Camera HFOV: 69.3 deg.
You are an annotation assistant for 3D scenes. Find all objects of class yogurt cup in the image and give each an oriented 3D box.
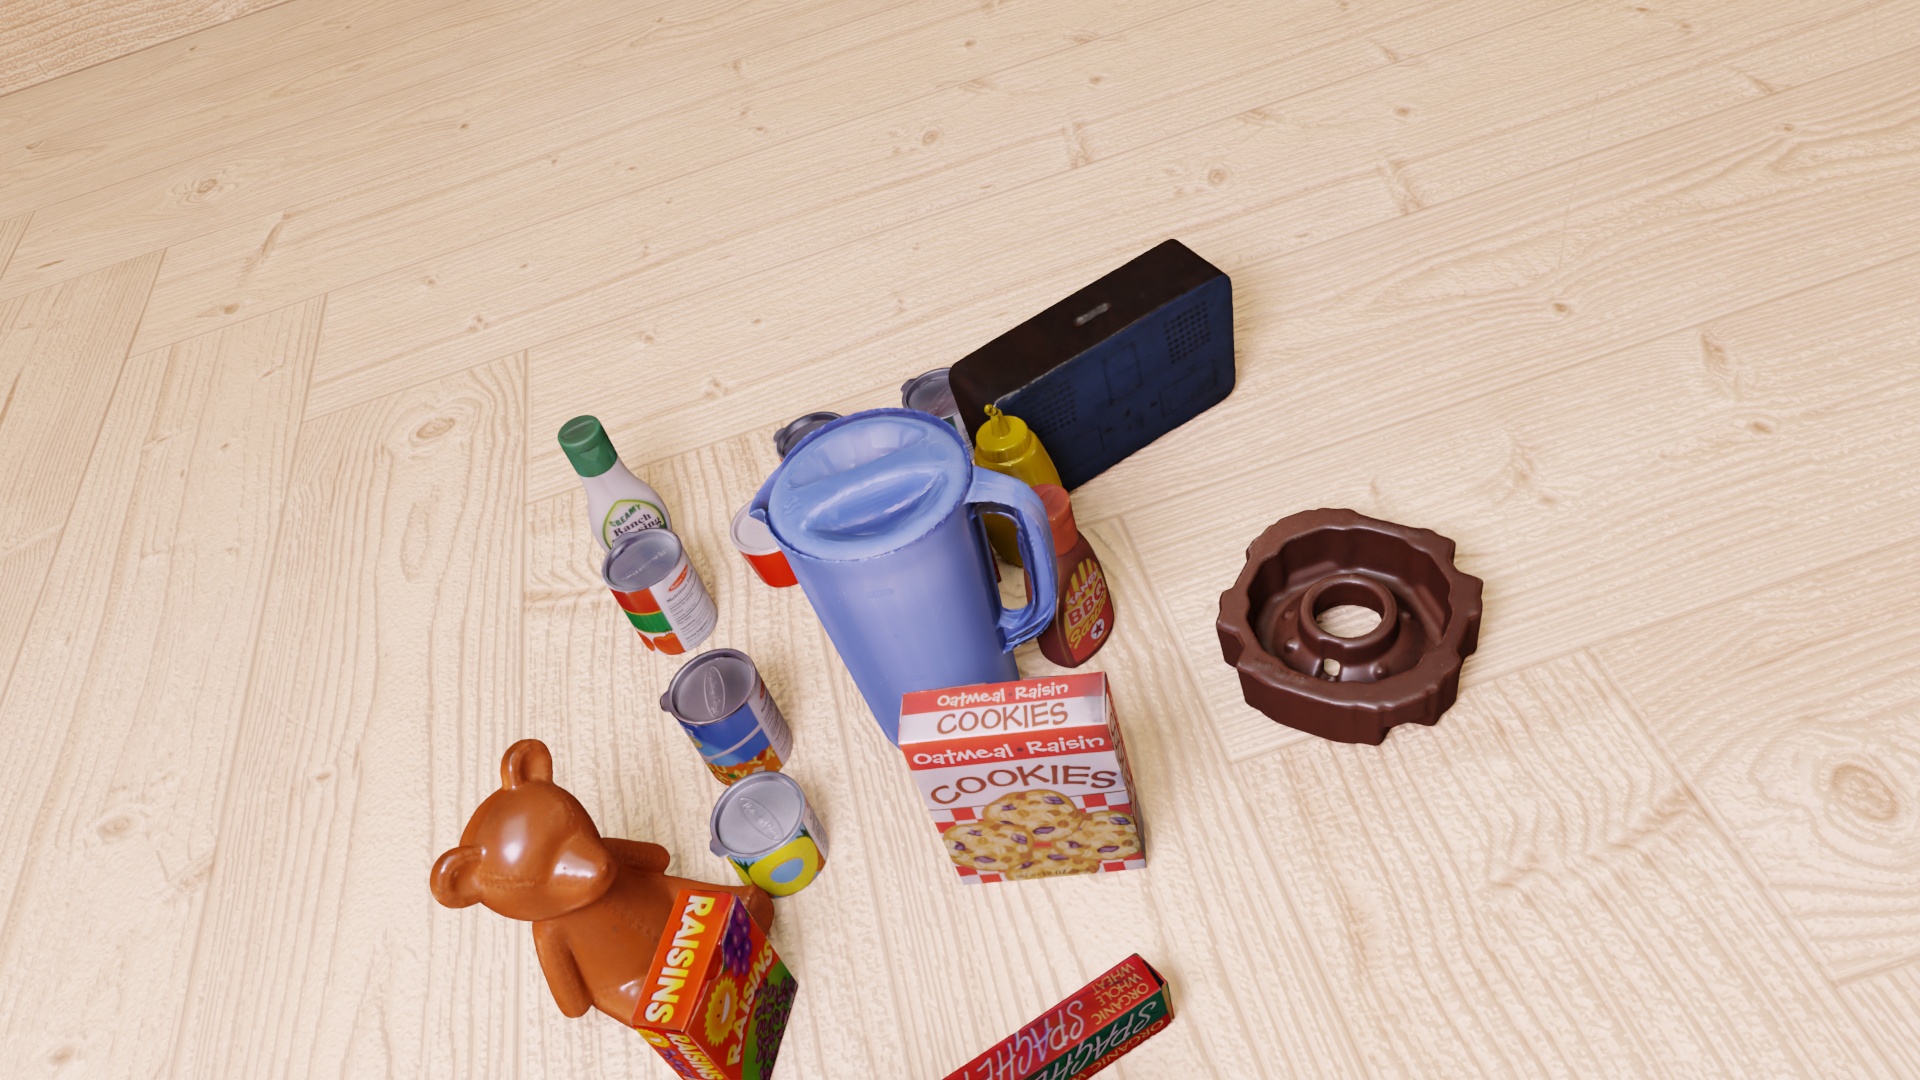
[{"bbox_3d":[-0.148,0.002,1.135,0.072,0.053,0.073,-9,46,9],"label":"yogurt cup"}]

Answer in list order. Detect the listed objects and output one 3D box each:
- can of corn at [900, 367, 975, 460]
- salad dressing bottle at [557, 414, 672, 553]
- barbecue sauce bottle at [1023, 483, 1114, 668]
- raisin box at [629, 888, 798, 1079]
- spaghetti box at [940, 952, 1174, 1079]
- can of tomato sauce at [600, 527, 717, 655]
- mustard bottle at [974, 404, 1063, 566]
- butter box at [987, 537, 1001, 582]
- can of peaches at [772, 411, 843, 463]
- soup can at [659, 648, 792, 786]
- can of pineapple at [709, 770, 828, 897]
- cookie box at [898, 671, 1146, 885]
[{"bbox_3d":[-0.013,-0.106,1.192,0.071,0.058,0.071,-9,46,9],"label":"can of corn"},{"bbox_3d":[-0.287,-0.039,1.151,0.064,0.147,0.044,-29,46,-10],"label":"salad dressing bottle"},{"bbox_3d":[0.071,0.023,0.979,0.044,0.147,0.065,23,58,34],"label":"barbecue sauce bottle"},{"bbox_3d":[-0.142,0.275,0.824,0.040,0.122,0.086,1,48,19],"label":"raisin box"},{"bbox_3d":[0.011,0.319,0.785,0.250,0.050,0.029,-30,46,-11],"label":"spaghetti box"},{"bbox_3d":[-0.240,0.041,1.106,0.071,0.082,0.071,-9,46,9],"label":"can of tomato sauce"},{"bbox_3d":[0.043,-0.046,1.045,0.065,0.159,0.049,4,49,21],"label":"mustard bottle"},{"bbox_3d":[0.004,-0.014,1.102,0.024,0.053,0.104,-20,45,-1],"label":"butter box"},{"bbox_3d":[-0.120,-0.068,1.189,0.071,0.057,0.071,-9,46,9],"label":"can of peaches"},{"bbox_3d":[-0.167,0.129,0.998,0.071,0.083,0.072,-9,46,9],"label":"soup can"},{"bbox_3d":[-0.130,0.200,0.938,0.071,0.057,0.071,-9,46,9],"label":"can of pineapple"},{"bbox_3d":[0.042,0.149,0.855,0.123,0.166,0.040,-8,46,11],"label":"cookie box"}]
